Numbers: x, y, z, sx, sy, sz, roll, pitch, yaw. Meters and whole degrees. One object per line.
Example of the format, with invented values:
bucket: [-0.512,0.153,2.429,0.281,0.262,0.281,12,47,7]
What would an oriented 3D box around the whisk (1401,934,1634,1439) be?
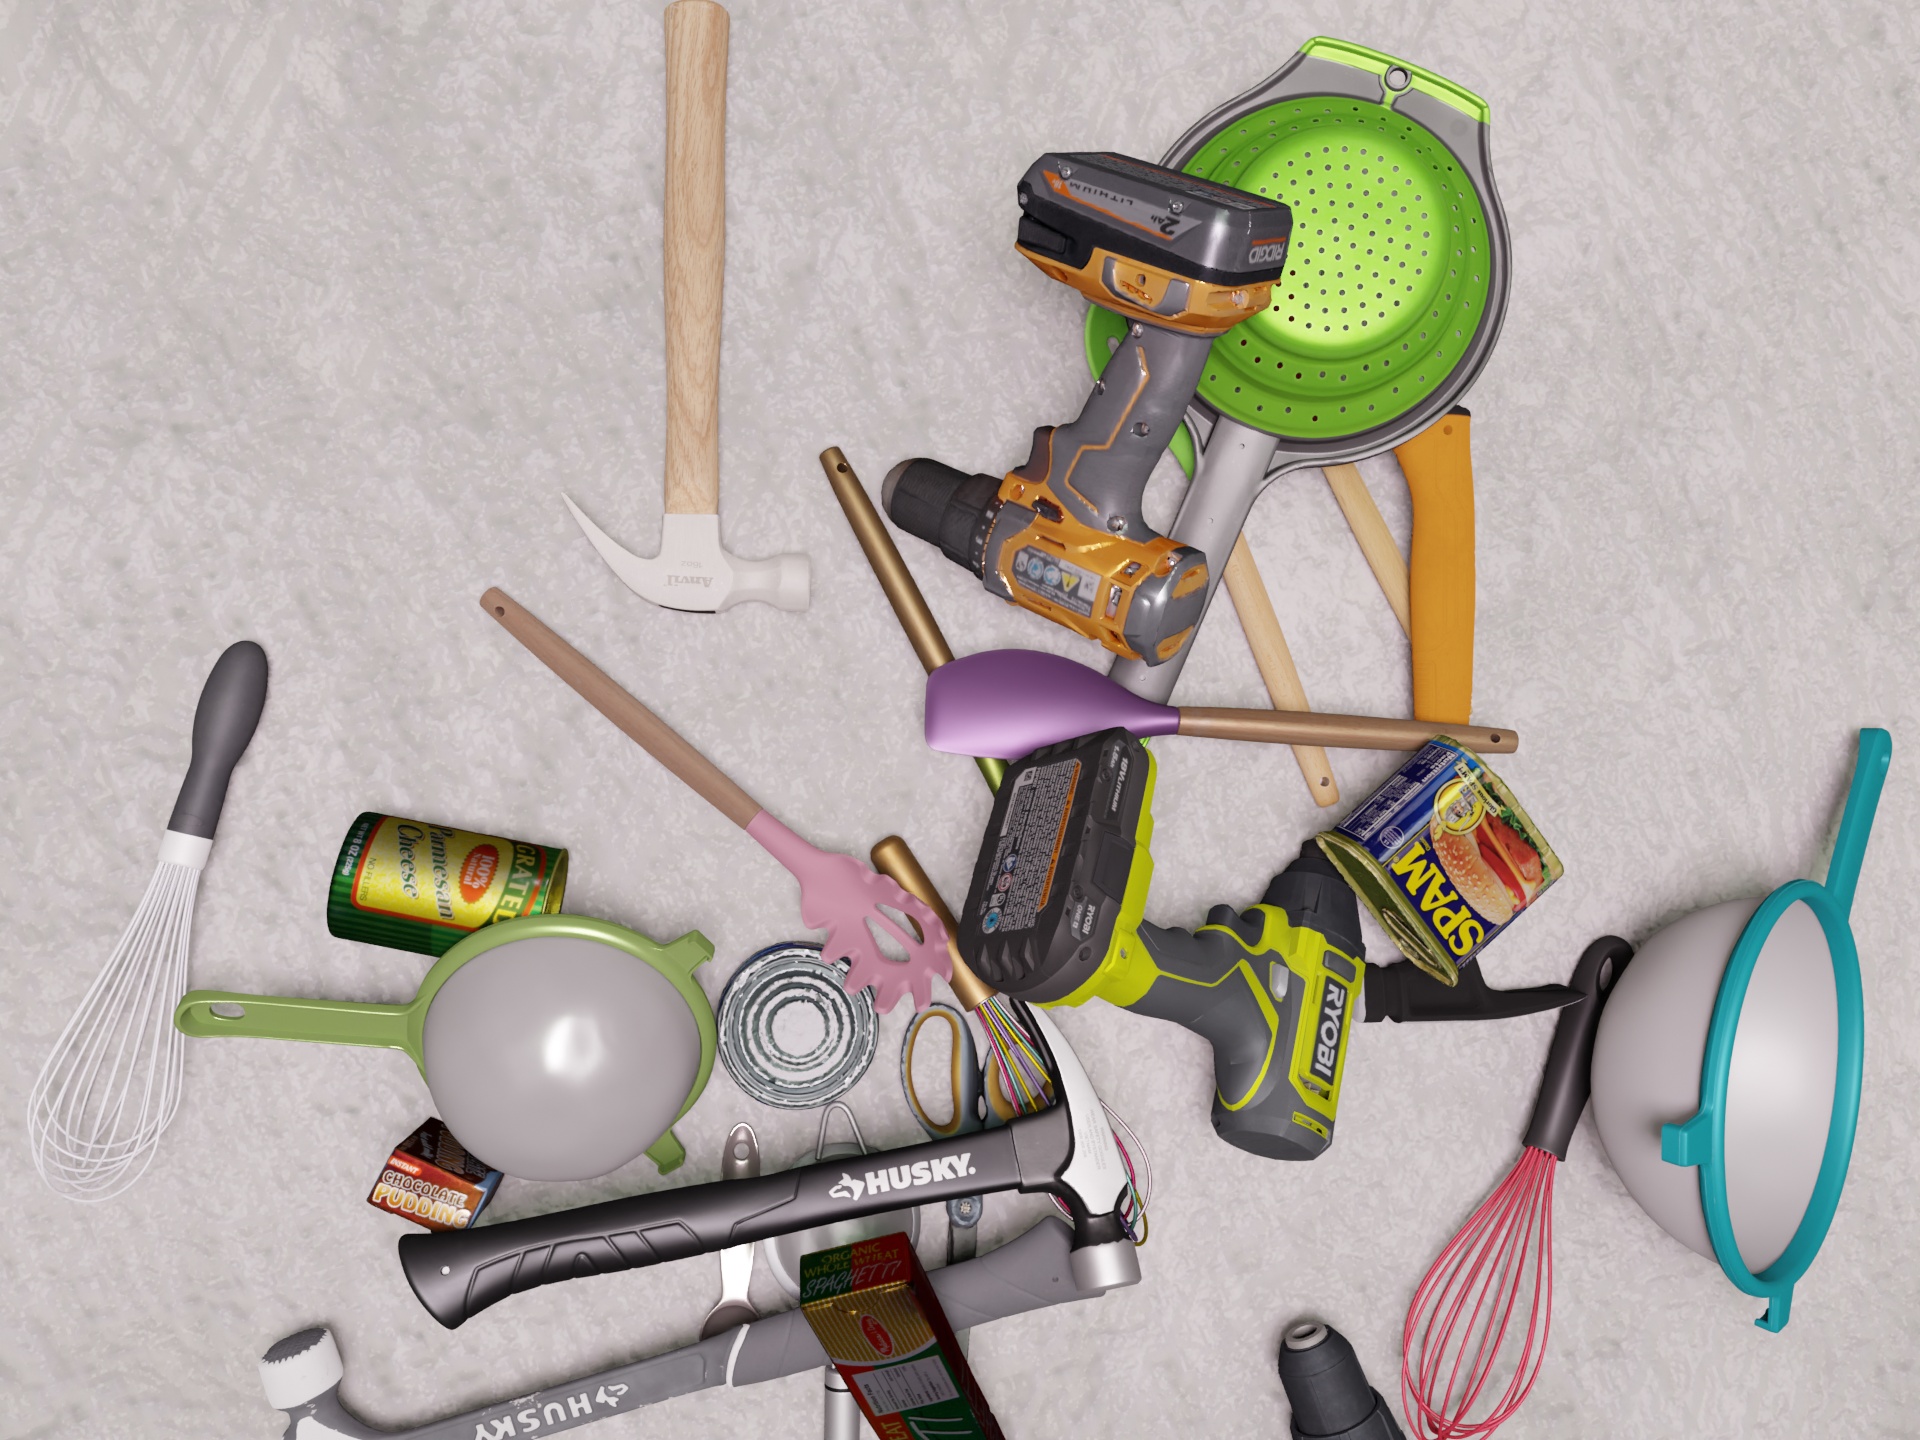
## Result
whisk: [0.310,0.253,0.864,0.073,0.073,0.296,26,77,-4]

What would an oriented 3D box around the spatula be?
spatula: [0.139,-0.001,0.835,0.316,0.018,0.060,4,77,-4]

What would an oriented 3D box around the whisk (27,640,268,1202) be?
whisk: [-0.396,0.096,0.793,0.070,0.070,0.285,15,80,-6]

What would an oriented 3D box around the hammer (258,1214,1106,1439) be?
hammer: [-0.128,0.324,0.785,0.409,0.036,0.149,-16,95,0]

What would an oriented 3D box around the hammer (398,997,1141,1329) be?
hammer: [-0.090,0.222,0.748,0.334,0.035,0.146,-9,70,-9]

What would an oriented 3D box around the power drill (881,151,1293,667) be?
power drill: [0.053,-0.159,0.787,0.185,0.084,0.226,27,121,26]

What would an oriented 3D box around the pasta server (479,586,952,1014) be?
pasta server: [-0.129,0.035,0.821,0.316,0.040,0.060,40,100,4]

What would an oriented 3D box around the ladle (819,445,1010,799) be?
ladle: [-0.001,-0.003,0.856,0.078,0.062,0.320,-25,82,-20]

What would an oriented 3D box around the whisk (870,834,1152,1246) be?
whisk: [0.025,0.165,0.829,0.047,0.051,0.245,-24,74,-39]

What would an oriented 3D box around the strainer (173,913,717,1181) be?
strainer: [-0.247,0.166,0.760,0.256,0.069,0.151,7,117,-10]

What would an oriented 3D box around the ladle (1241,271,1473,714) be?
ladle: [0.211,-0.141,0.893,0.069,0.031,0.315,-28,91,-9]

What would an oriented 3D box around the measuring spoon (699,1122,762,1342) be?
measuring spoon: [-0.117,0.274,0.834,0.034,0.018,0.124,3,79,-6]

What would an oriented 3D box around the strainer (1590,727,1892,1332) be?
strainer: [0.424,0.136,0.866,0.210,0.095,0.340,51,58,-33]

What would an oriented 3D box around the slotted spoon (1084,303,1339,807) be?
slotted spoon: [0.147,-0.099,0.882,0.070,0.031,0.314,-22,91,-1]

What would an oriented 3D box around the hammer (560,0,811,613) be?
hammer: [-0.146,-0.222,0.853,0.130,0.031,0.331,0,86,-7]

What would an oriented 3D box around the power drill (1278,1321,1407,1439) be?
power drill: [0.143,0.439,0.821,0.228,0.080,0.190,-22,90,-10]

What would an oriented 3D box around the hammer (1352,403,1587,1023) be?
hammer: [0.272,-0.003,0.871,0.127,0.034,0.337,-2,91,-4]

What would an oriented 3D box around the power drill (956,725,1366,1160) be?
power drill: [0.116,0.103,0.800,0.223,0.080,0.171,33,60,-29]

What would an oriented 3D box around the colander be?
colander: [0.153,-0.159,0.815,0.204,0.094,0.397,23,97,4]

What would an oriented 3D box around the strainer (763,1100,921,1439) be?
strainer: [-0.059,0.332,0.823,0.086,0.050,0.258,1,89,-21]
